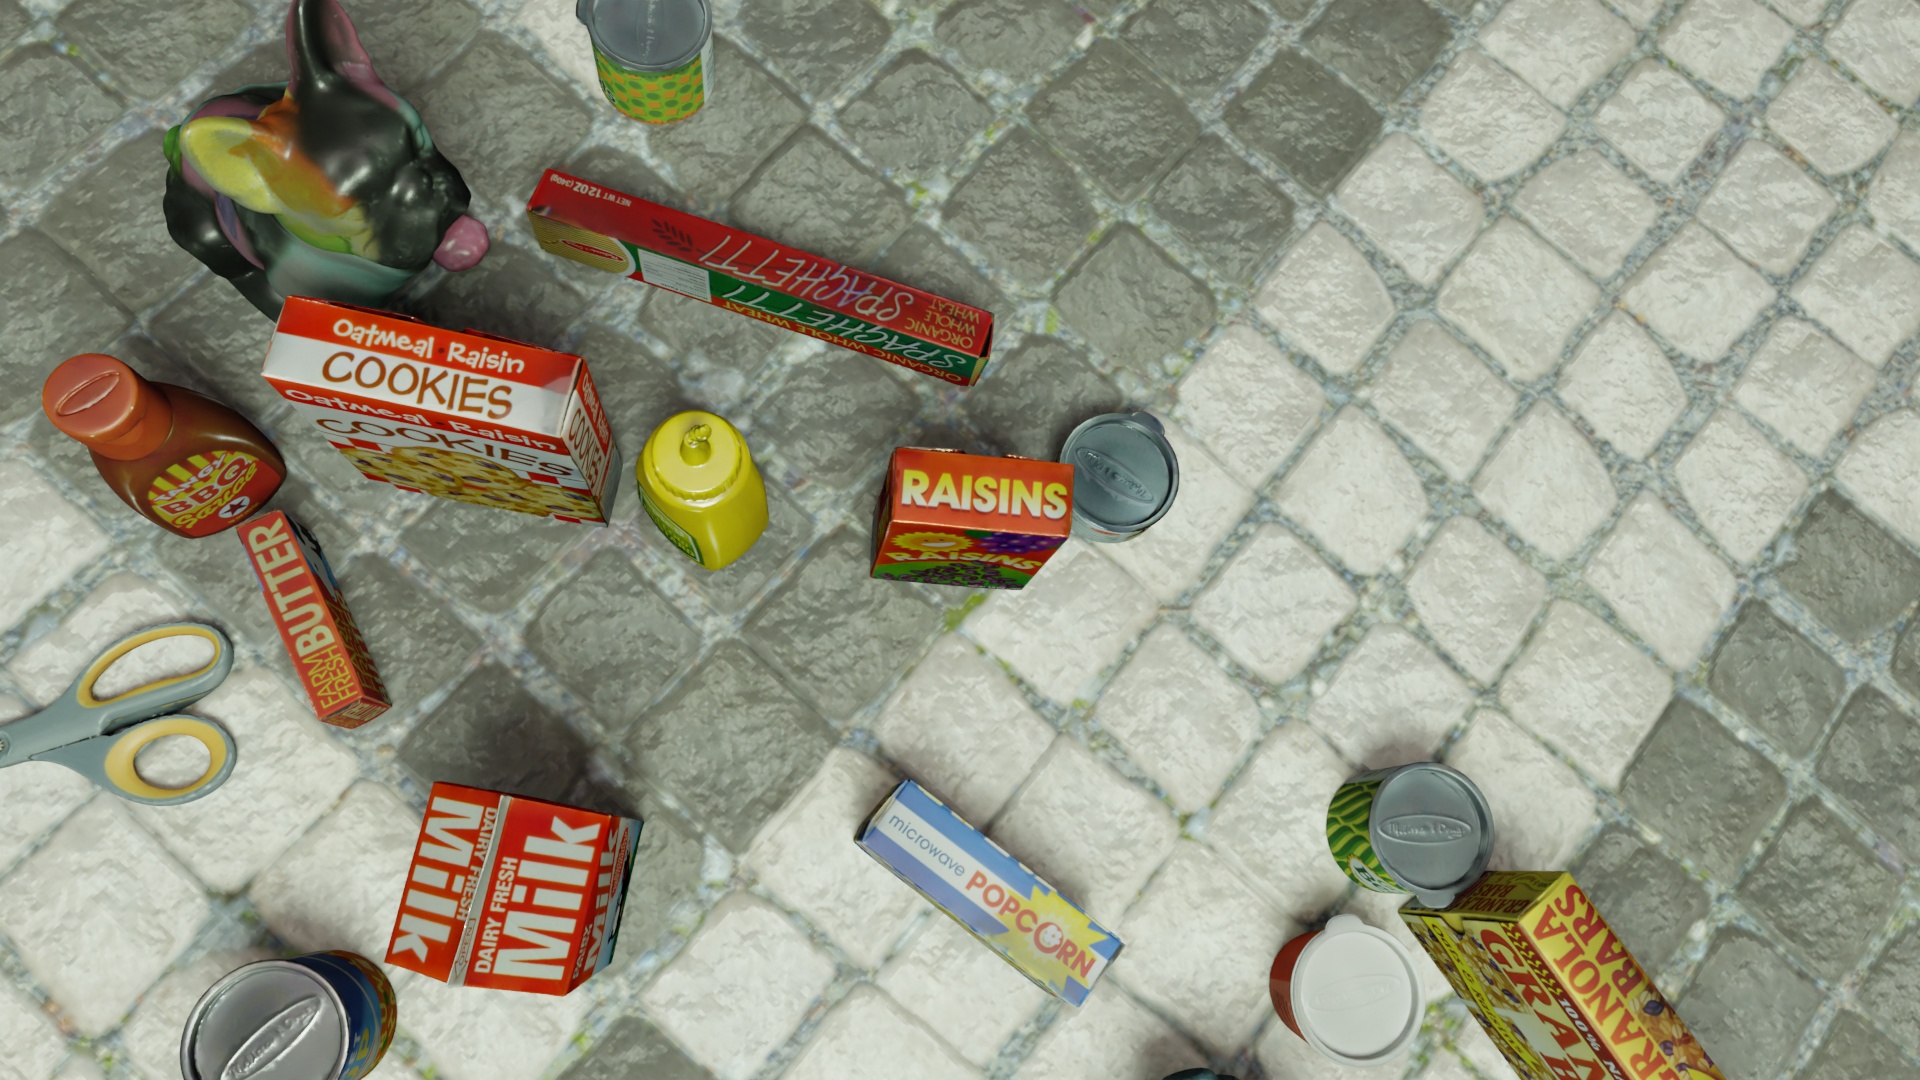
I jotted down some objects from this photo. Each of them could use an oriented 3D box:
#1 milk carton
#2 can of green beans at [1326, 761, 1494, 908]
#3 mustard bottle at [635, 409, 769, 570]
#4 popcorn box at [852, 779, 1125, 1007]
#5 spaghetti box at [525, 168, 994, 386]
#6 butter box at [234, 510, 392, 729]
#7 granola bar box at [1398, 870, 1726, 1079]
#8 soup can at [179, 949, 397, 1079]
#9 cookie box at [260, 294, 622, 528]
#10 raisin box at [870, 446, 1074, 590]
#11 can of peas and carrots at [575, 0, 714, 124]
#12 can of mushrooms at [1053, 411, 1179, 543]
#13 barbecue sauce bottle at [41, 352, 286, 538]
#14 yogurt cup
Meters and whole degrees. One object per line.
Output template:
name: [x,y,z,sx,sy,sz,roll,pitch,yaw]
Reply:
milk carton: [-0.186,0.146,0.590,0.073,0.190,0.072,12,76,-5]
can of green beans: [0.230,0.149,0.716,0.071,0.057,0.071,2,76,-7]
mustard bottle: [-0.124,-0.029,0.657,0.065,0.160,0.049,44,75,4]
popcorn box: [0.009,0.167,0.666,0.127,0.085,0.038,37,75,2]
spaghetti box: [-0.103,-0.138,0.744,0.250,0.050,0.029,17,75,-3]
butter box: [-0.311,0.039,0.670,0.024,0.053,0.103,-26,81,-13]
granola bar box: [0.299,0.238,0.669,0.039,0.124,0.165,-34,83,-14]
soup can: [-0.291,0.219,0.612,0.071,0.083,0.071,2,76,-7]
cookie box: [-0.229,-0.054,0.645,0.123,0.167,0.040,11,76,-5]
raisin box: [0.002,-0.009,0.689,0.086,0.123,0.040,5,76,-7]
can of peas and carrots: [-0.171,-0.271,0.762,0.071,0.058,0.071,2,76,-7]
can of mushrooms: [0.084,-0.035,0.753,0.071,0.033,0.071,2,76,-7]
barbecue sauce bottle: [-0.363,-0.043,0.633,0.065,0.148,0.043,-39,85,-14]
yogurt cup: [0.189,0.225,0.693,0.072,0.053,0.072,2,76,-7]
